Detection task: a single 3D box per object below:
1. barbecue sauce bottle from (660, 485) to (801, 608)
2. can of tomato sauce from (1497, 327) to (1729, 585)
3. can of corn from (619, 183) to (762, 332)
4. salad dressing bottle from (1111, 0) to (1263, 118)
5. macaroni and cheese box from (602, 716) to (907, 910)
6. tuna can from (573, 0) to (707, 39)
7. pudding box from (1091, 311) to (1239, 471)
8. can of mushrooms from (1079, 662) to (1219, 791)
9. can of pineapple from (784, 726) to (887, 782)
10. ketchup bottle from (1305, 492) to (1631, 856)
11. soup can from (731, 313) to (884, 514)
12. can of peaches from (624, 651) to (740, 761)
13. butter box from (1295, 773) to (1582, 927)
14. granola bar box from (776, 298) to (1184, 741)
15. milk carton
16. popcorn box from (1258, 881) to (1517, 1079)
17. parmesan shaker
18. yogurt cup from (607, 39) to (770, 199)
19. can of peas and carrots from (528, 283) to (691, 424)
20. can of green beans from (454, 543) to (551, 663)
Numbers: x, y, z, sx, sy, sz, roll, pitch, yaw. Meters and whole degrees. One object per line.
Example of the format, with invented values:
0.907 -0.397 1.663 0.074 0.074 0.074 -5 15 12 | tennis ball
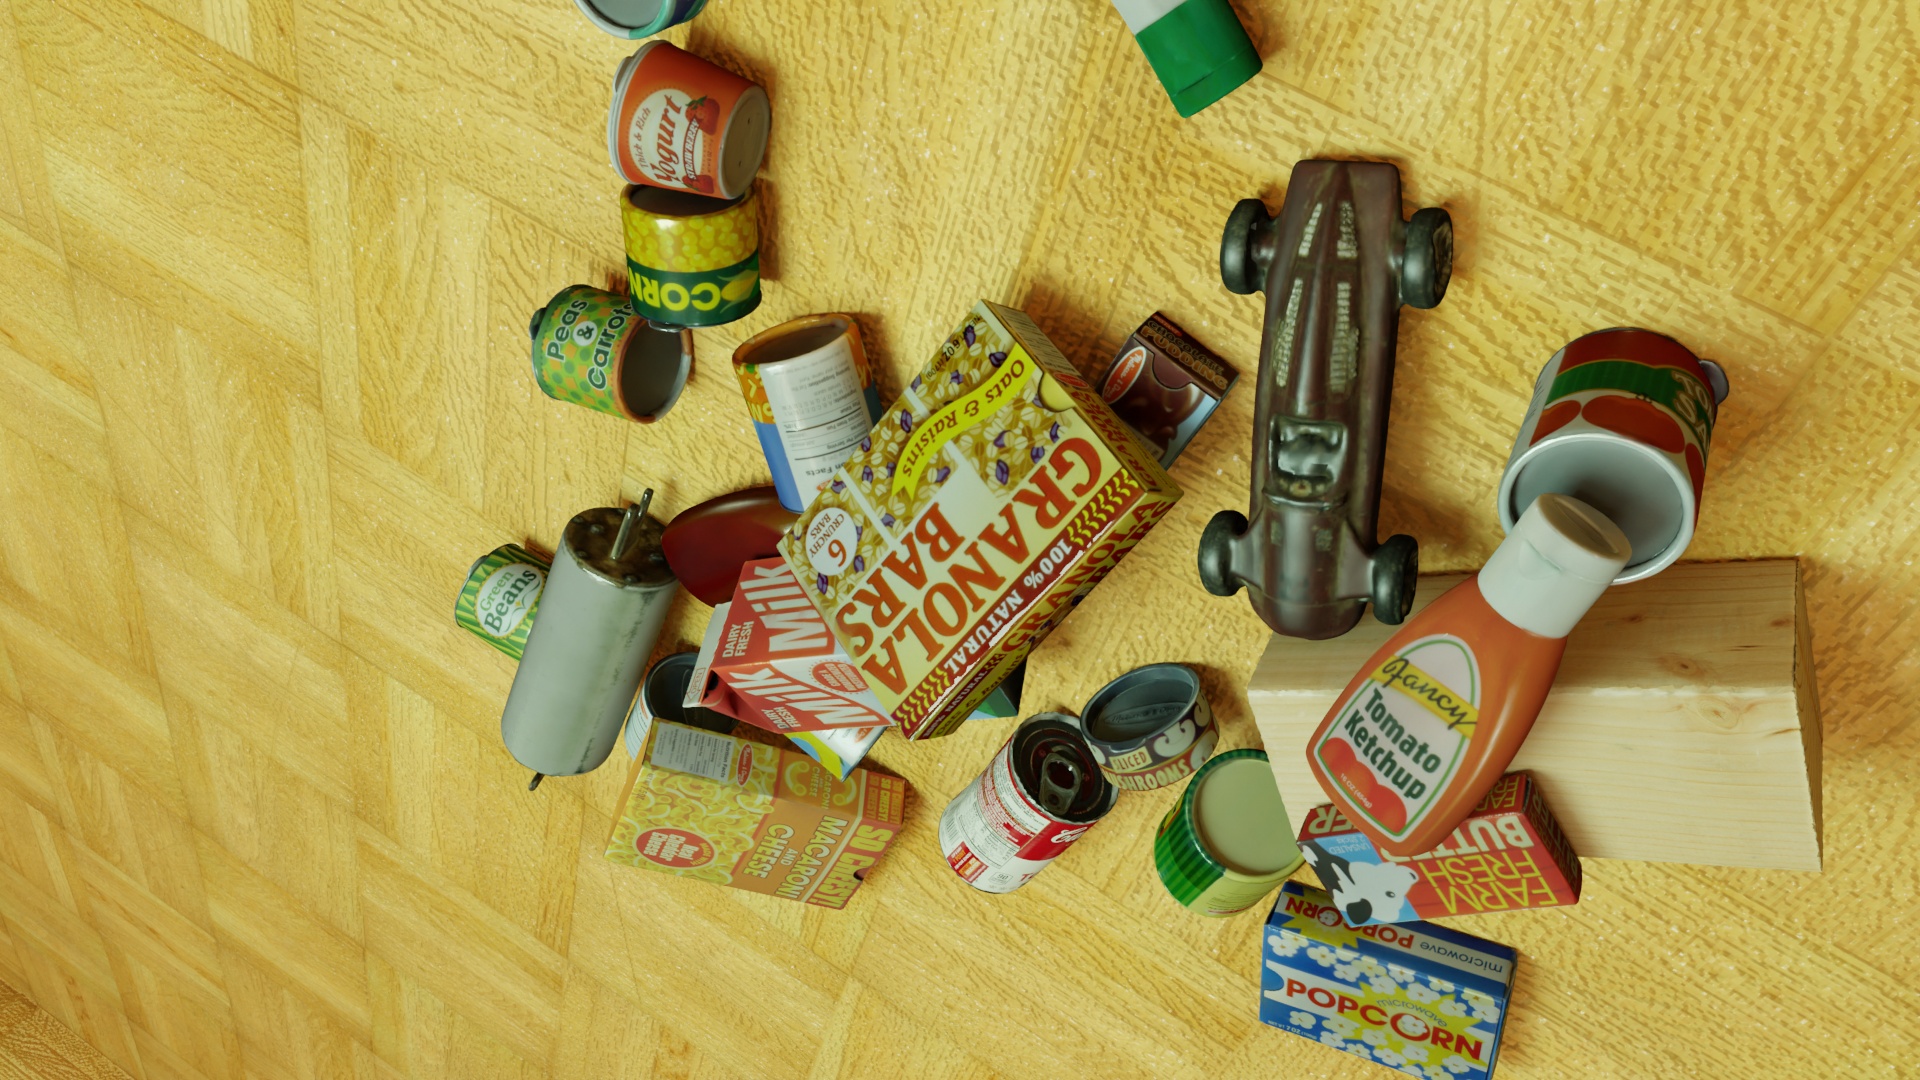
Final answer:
-0.103 -0.004 0.788 0.148 0.044 0.064 -17 117 39 | barbecue sauce bottle
0.244 -0.032 0.517 0.071 0.083 0.070 17 130 22 | can of tomato sauce
-0.134 -0.144 0.686 0.071 0.071 0.058 18 129 21 | can of corn
0.061 -0.231 0.517 0.064 0.044 0.147 -23 108 43 | salad dressing bottle
-0.134 0.181 0.896 0.166 0.040 0.123 17 136 -14 | macaroni and cheese box
-0.148 -0.267 0.633 0.071 0.033 0.070 17 130 22 | tuna can
0.084 -0.058 0.638 0.050 0.030 0.083 38 134 5 | pudding box
0.097 0.097 0.714 0.071 0.071 0.033 -9 118 37 | can of mushrooms
-0.071 0.101 0.829 0.058 0.071 0.070 39 134 3 | can of pineapple
0.188 0.049 0.515 0.065 0.044 0.148 51 133 32 | ketchup bottle
-0.074 -0.066 0.711 0.071 0.072 0.083 2 122 31 | soup can
-0.179 0.116 0.911 0.071 0.071 0.057 38 134 3 | can of peaches
0.199 0.131 0.580 0.103 0.024 0.053 -21 110 41 | butter box
0.002 -0.008 0.637 0.165 0.039 0.124 -48 63 22 | granola bar box
-0.063 0.054 0.749 0.190 0.073 0.073 -7 140 25 | milk carton
0.231 0.245 0.759 0.127 0.038 0.084 12 129 25 | popcorn box
0.140 0.148 0.703 0.071 0.071 0.102 29 159 11 | parmesan shaker
-0.125 -0.194 0.651 0.054 0.073 0.072 19 131 9 | yogurt cup
-0.189 -0.102 0.754 0.059 0.071 0.070 17 129 21 | can of peas and carrots
-0.293 0.044 0.929 0.058 0.071 0.070 29 133 11 | can of green beans
